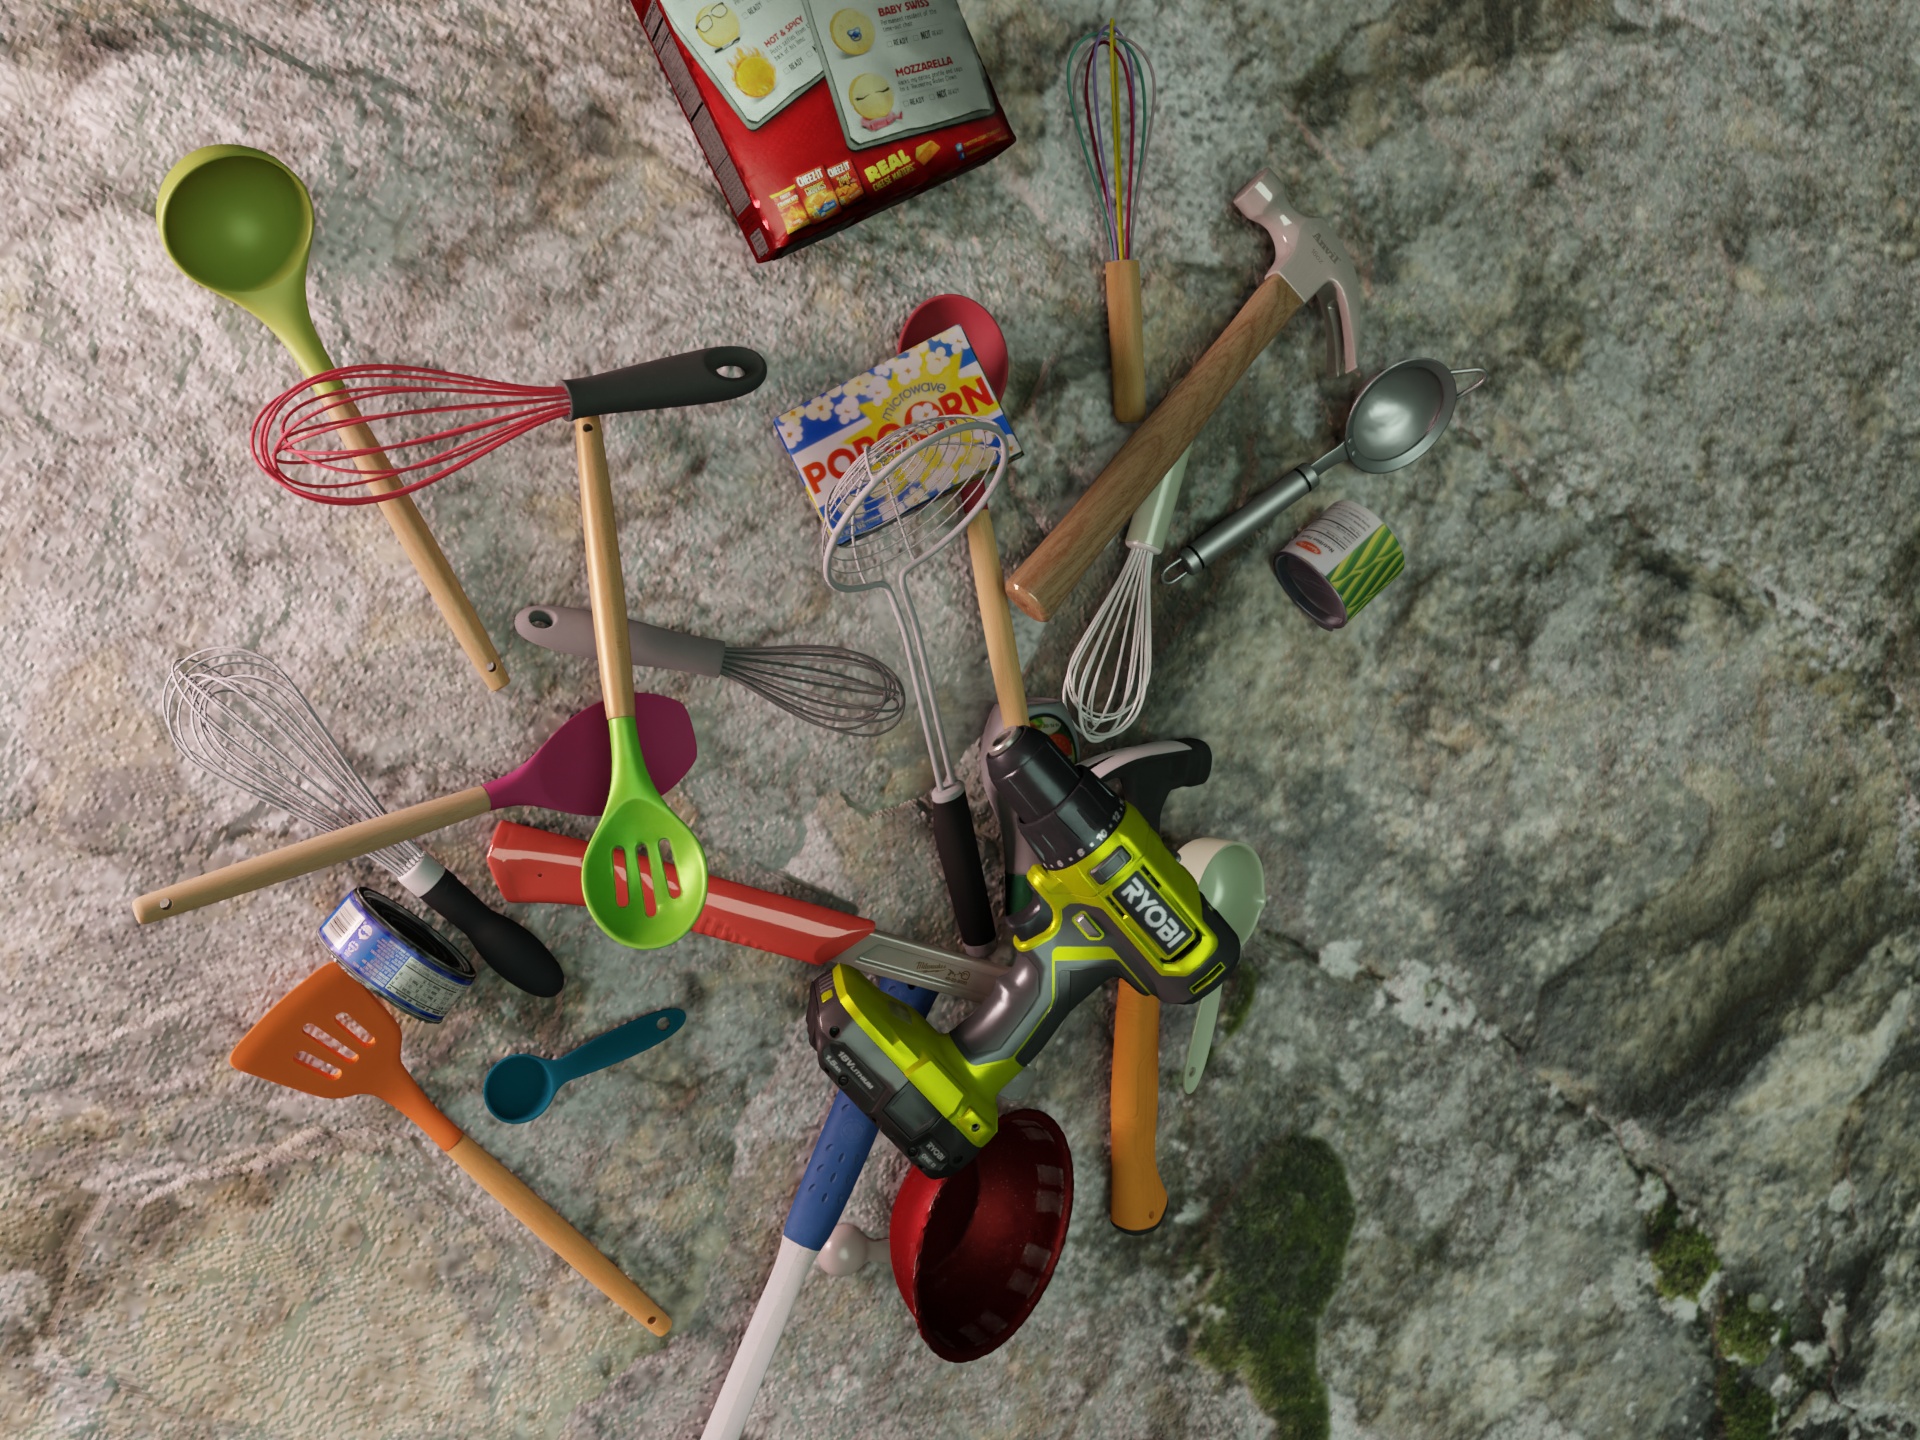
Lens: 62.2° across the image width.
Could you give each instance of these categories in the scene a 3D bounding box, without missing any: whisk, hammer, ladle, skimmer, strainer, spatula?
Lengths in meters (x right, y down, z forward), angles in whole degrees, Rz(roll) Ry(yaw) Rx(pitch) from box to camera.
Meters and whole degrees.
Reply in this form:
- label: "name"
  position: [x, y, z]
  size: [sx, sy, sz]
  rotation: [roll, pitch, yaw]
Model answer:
- label: "whisk"
  position: [-0.146, -0.033, 0.952]
  size: [0.239, 0.055, 0.055]
  rotation: [12, 93, -15]
- label: "hammer"
  position: [0.142, -0.191, 1.003]
  size: [0.130, 0.031, 0.331]
  rotation: [43, 75, -15]
- label: "ladle"
  position: [-0.329, -0.156, 0.870]
  size: [0.078, 0.062, 0.320]
  rotation: [-31, 108, -18]
- label: "hammer"
  position: [0.114, 0.183, 1.054]
  size: [0.127, 0.034, 0.337]
  rotation: [-10, 104, -42]
- label: "whisk"
  position: [-0.236, -0.172, 0.874]
  size: [0.296, 0.073, 0.073]
  rotation: [-19, 103, -32]
- label: "whisk"
  position: [0.099, -0.311, 1.000]
  size: [0.051, 0.047, 0.245]
  rotation: [-8, 102, -19]
- label: "skimmer"
  position: [-0.001, -0.003, 0.937]
  size: [0.127, 0.090, 0.363]
  rotation: [-29, 120, -31]
- label: "strainer"
  position: [0.236, -0.169, 1.064]
  size: [0.258, 0.050, 0.086]
  rotation: [-36, 135, -5]
- label: "whisk"
  position: [0.117, -0.104, 1.033]
  size: [0.059, 0.058, 0.246]
  rotation: [18, 87, -55]
- label: "whisk"
  position: [-0.329, 0.066, 0.897]
  size: [0.070, 0.070, 0.284]
  rotation: [-46, 113, -8]
- label: "hammer"
  position: [-0.100, 0.116, 0.954]
  size: [0.359, 0.037, 0.149]
  rotation: [17, 100, -10]
- label: "spatula"
  position: [-0.283, 0.269, 0.944]
  size: [0.081, 0.041, 0.322]
  rotation: [-44, 108, -10]
- label: "hammer"
  position: [-0.099, 0.342, 1.005]
  size: [0.144, 0.035, 0.405]
  rotation: [23, 86, -1]
- label: "ladle"
  position: [0.016, -0.104, 0.982]
  size: [0.069, 0.031, 0.315]
  rotation: [-10, 91, -3]

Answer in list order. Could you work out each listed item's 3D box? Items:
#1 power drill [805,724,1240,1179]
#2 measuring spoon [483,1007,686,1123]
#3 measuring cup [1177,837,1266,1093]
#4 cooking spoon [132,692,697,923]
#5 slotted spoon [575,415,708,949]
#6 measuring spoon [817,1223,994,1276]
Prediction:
- label: "power drill"
  position: [0.023, 0.132, 0.916]
  size: [0.228, 0.080, 0.190]
  rotation: [-41, 104, 1]
- label: "measuring spoon"
  position: [-0.229, 0.204, 0.971]
  size: [0.128, 0.021, 0.042]
  rotation: [-21, 102, -24]
- label: "measuring cup"
  position: [0.153, 0.158, 1.039]
  size: [0.083, 0.038, 0.167]
  rotation: [8, 94, -45]
- label: "cooking spoon"
  position: [-0.289, 0.051, 0.884]
  size: [0.319, 0.017, 0.068]
  rotation: [-20, 103, -34]
- label: "slotted spoon"
  position: [-0.194, -0.027, 0.906]
  size: [0.070, 0.031, 0.314]
  rotation: [-7, 84, -10]
- label: "measuring spoon"
  position: [-0.033, 0.353, 1.049]
  size: [0.124, 0.018, 0.034]
  rotation: [9, 94, -19]
